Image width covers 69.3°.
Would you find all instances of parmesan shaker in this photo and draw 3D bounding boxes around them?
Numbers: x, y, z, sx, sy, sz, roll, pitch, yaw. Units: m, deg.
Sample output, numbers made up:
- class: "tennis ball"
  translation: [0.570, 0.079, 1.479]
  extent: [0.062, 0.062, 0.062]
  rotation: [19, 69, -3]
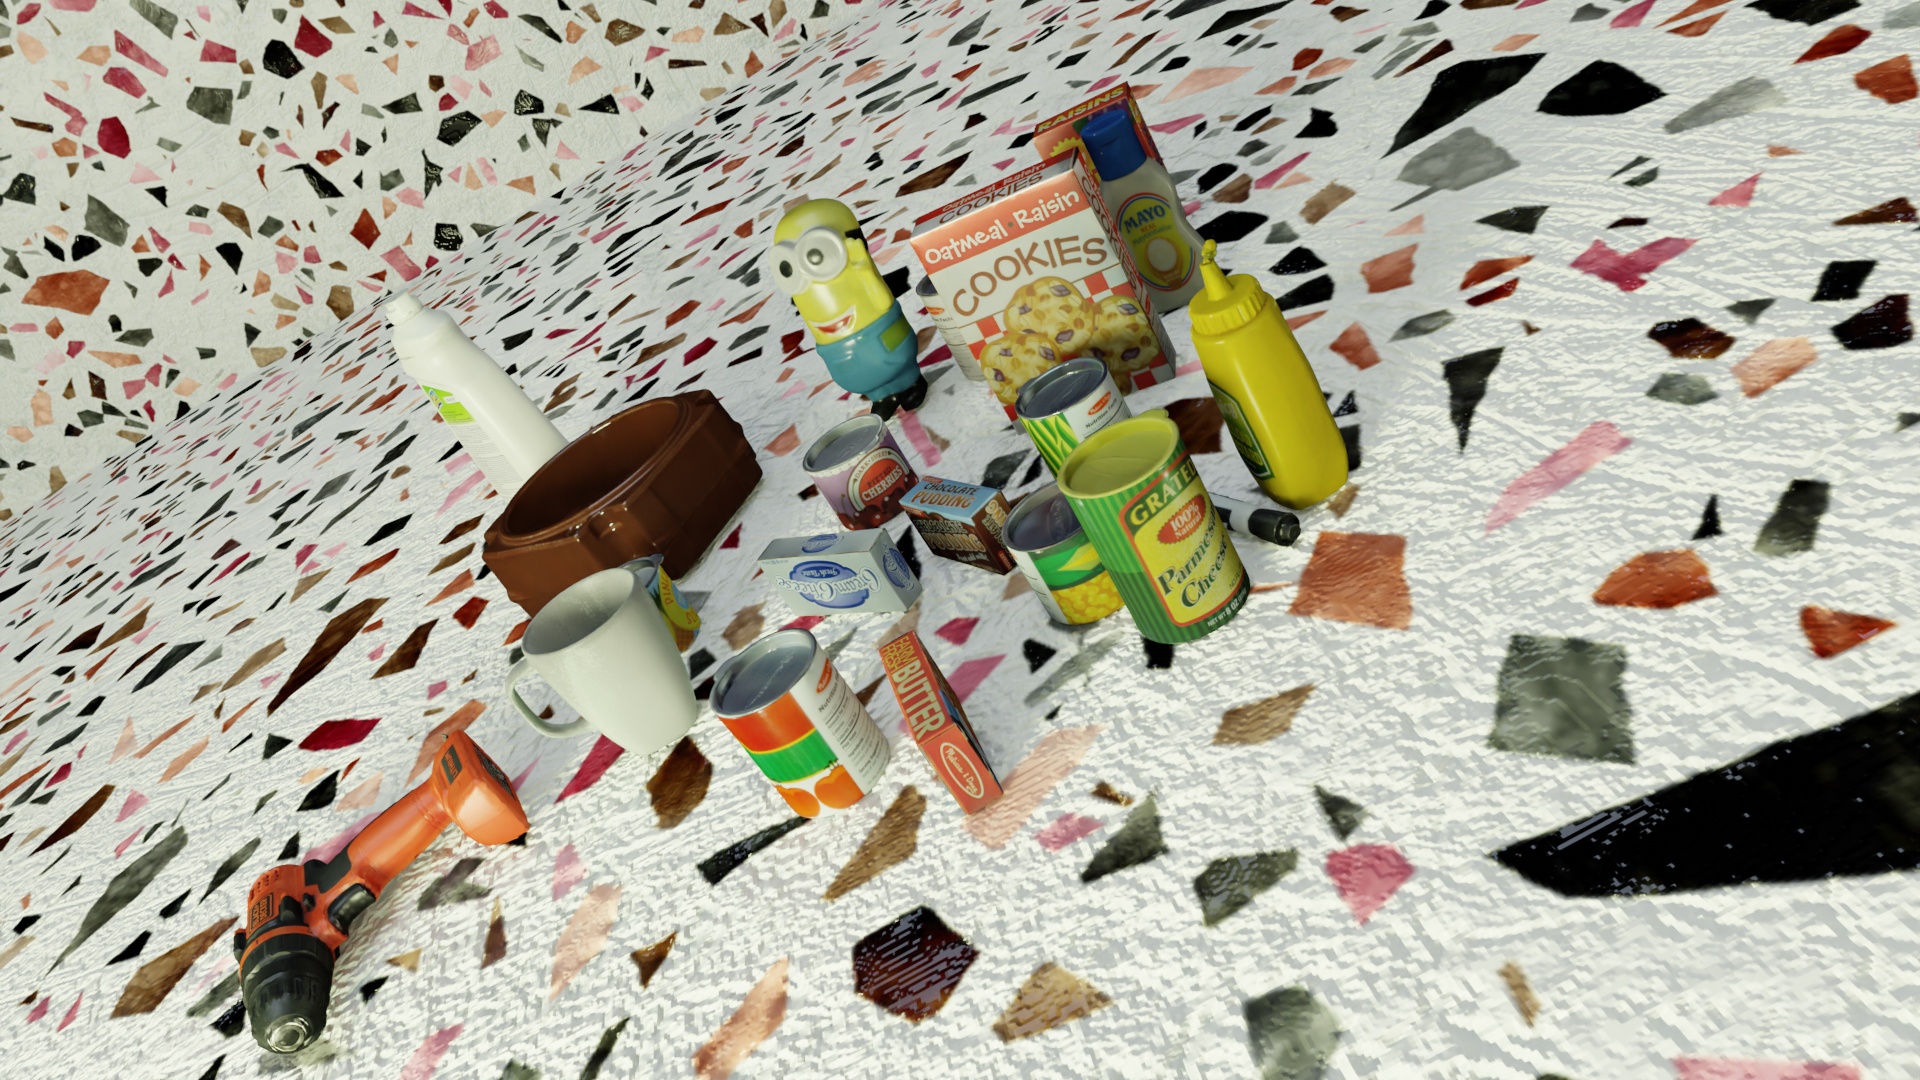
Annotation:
- class: "parmesan shaker"
  translation: [0.104, -0.006, 0.720]
  extent: [0.071, 0.102, 0.072]
  rotation: [-24, 29, 14]

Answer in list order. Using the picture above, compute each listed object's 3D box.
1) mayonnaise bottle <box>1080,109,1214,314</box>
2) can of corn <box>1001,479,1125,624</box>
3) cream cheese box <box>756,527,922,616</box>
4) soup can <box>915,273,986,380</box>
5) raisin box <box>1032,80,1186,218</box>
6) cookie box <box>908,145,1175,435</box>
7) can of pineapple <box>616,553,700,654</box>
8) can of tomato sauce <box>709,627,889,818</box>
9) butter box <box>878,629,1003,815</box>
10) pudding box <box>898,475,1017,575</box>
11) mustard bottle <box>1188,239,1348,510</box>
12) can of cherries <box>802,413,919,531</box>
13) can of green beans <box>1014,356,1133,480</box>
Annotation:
- class: "mayonnaise bottle"
  translation: [0.134, -0.239, 1.013]
  extent: [0.064, 0.147, 0.041]
  rotation: [-22, 30, 17]
- class: "can of corn"
  translation: [0.068, 0.004, 0.785]
  extent: [0.071, 0.058, 0.071]
  rotation: [-24, 29, 14]
- class: "cream cheese box"
  translation: [-0.079, 0.022, 0.903]
  extent: [0.103, 0.053, 0.024]
  rotation: [-6, 38, 39]
- class: "soup can"
  translation: [0.015, -0.180, 1.101]
  extent: [0.071, 0.083, 0.072]
  rotation: [-24, 29, 14]
- class: "raisin box"
  translation: [0.124, -0.301, 1.145]
  extent: [0.086, 0.123, 0.040]
  rotation: [-20, 30, 21]
- class: "cookie box"
  translation: [0.059, -0.167, 0.950]
  extent: [0.123, 0.167, 0.040]
  rotation: [-19, 31, 22]
- class: "can of pineapple"
  translation: [-0.226, 0.053, 0.992]
  extent: [0.071, 0.057, 0.071]
  rotation: [-24, 29, 14]
- class: "can of tomato sauce"
  translation: [-0.088, 0.100, 0.757]
  extent: [0.071, 0.083, 0.071]
  rotation: [-24, 29, 14]
- class: "butter box"
  translation: [-0.012, 0.093, 0.726]
  extent: [0.024, 0.053, 0.104]
  rotation: [-32, 28, 0]
- class: "pudding box"
  translation: [0.003, -0.011, 0.880]
  extent: [0.030, 0.049, 0.084]
  rotation: [-43, 30, -21]
- class: "mustard bottle"
  translation: [0.157, -0.091, 0.742]
  extent: [0.049, 0.159, 0.065]
  rotation: [-33, 28, -2]
- class: "can of cherries"
  translation: [-0.070, -0.048, 1.000]
  extent: [0.071, 0.058, 0.072]
  rotation: [-24, 29, 14]
- class: "can of green beans"
  translation: [0.077, -0.077, 0.905]
  extent: [0.071, 0.057, 0.071]
  rotation: [-24, 29, 14]
